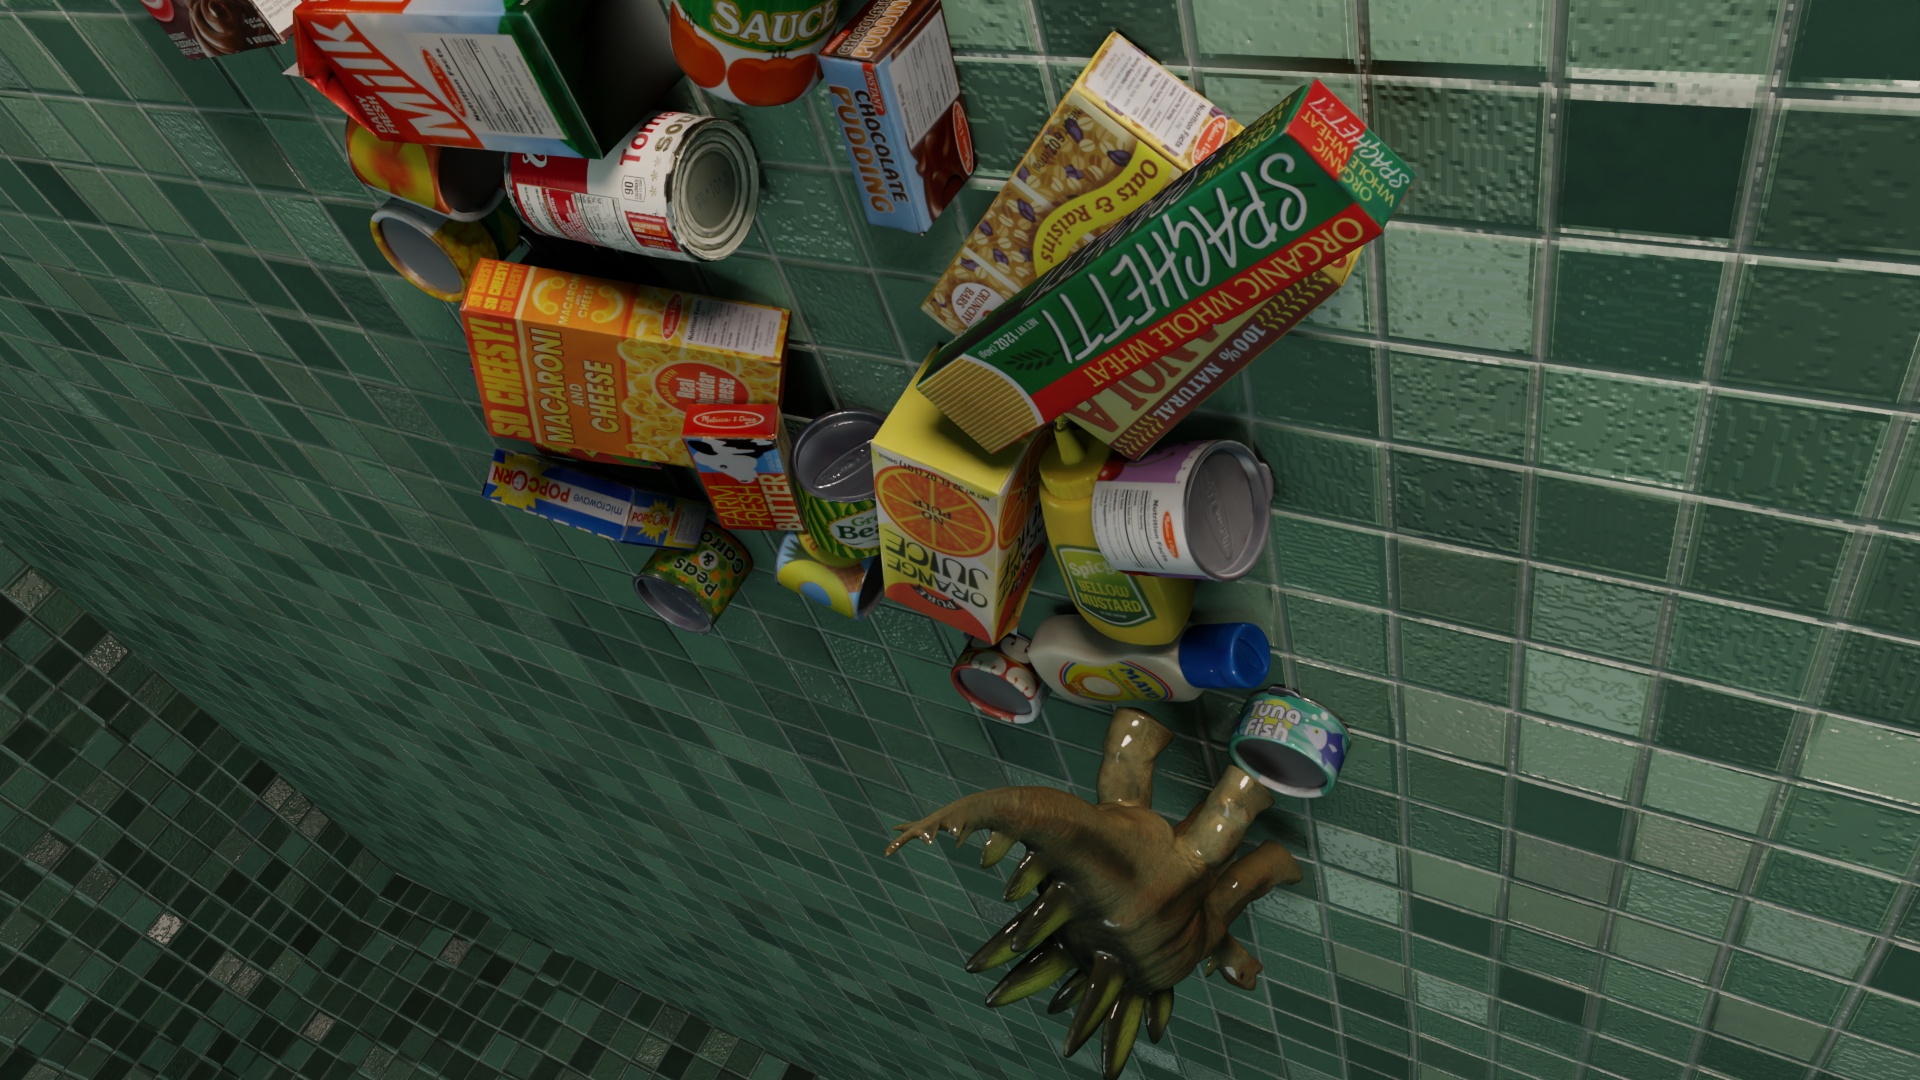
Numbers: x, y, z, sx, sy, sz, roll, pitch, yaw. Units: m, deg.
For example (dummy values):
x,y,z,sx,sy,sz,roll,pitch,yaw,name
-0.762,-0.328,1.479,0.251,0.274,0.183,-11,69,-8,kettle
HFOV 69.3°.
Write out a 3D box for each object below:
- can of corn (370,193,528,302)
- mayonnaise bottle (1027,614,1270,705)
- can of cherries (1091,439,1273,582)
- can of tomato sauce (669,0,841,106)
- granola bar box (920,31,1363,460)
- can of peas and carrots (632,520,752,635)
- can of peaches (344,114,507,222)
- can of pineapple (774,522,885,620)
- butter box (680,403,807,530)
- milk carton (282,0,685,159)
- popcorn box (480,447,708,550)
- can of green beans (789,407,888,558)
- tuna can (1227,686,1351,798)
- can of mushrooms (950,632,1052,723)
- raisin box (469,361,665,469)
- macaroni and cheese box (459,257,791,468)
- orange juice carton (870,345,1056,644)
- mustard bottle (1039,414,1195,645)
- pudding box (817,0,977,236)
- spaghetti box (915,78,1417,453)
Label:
x,y,z,sx,sy,sz,roll,pitch,yaw,name
-0.287,-0.176,0.788,0.071,0.058,0.070,23,149,15,can of corn
0.110,0.069,0.810,0.148,0.041,0.064,-8,136,49,mayonnaise bottle
0.107,-0.015,0.663,0.058,0.072,0.071,1,139,48,can of cherries
-0.075,-0.215,0.524,0.071,0.071,0.082,30,151,2,can of tomato sauce
0.068,-0.112,0.579,0.124,0.039,0.165,35,150,-6,granola bar box
-0.192,0.024,1.001,0.071,0.059,0.070,22,149,15,can of peas and carrots
-0.273,-0.207,0.721,0.058,0.071,0.071,22,149,15,can of peaches
-0.075,0.008,0.863,0.058,0.071,0.070,24,149,12,can of pineapple
-0.121,-0.040,0.795,0.053,0.024,0.103,1,151,6,butter box
-0.229,-0.231,0.639,0.190,0.073,0.073,12,145,28,milk carton
-0.251,-0.028,0.957,0.127,0.038,0.085,16,-177,25,popcorn box
-0.060,-0.032,0.789,0.071,0.071,0.057,21,149,18,can of green beans
0.193,0.120,0.820,0.071,0.033,0.070,23,150,14,tuna can
0.027,0.089,0.926,0.071,0.033,0.070,23,150,14,can of mushrooms
-0.247,-0.091,0.898,0.123,0.040,0.085,8,144,36,raisin box
-0.183,-0.093,0.780,0.166,0.040,0.123,9,150,-6,macaroni and cheese box
0.003,-0.010,0.759,0.072,0.073,0.191,23,150,14,orange juice carton
0.074,-0.010,0.718,0.065,0.049,0.159,6,142,35,mustard bottle
-0.023,-0.172,0.562,0.030,0.050,0.083,17,147,26,pudding box
0.063,-0.093,0.539,0.050,0.029,0.249,40,150,-15,spaghetti box
